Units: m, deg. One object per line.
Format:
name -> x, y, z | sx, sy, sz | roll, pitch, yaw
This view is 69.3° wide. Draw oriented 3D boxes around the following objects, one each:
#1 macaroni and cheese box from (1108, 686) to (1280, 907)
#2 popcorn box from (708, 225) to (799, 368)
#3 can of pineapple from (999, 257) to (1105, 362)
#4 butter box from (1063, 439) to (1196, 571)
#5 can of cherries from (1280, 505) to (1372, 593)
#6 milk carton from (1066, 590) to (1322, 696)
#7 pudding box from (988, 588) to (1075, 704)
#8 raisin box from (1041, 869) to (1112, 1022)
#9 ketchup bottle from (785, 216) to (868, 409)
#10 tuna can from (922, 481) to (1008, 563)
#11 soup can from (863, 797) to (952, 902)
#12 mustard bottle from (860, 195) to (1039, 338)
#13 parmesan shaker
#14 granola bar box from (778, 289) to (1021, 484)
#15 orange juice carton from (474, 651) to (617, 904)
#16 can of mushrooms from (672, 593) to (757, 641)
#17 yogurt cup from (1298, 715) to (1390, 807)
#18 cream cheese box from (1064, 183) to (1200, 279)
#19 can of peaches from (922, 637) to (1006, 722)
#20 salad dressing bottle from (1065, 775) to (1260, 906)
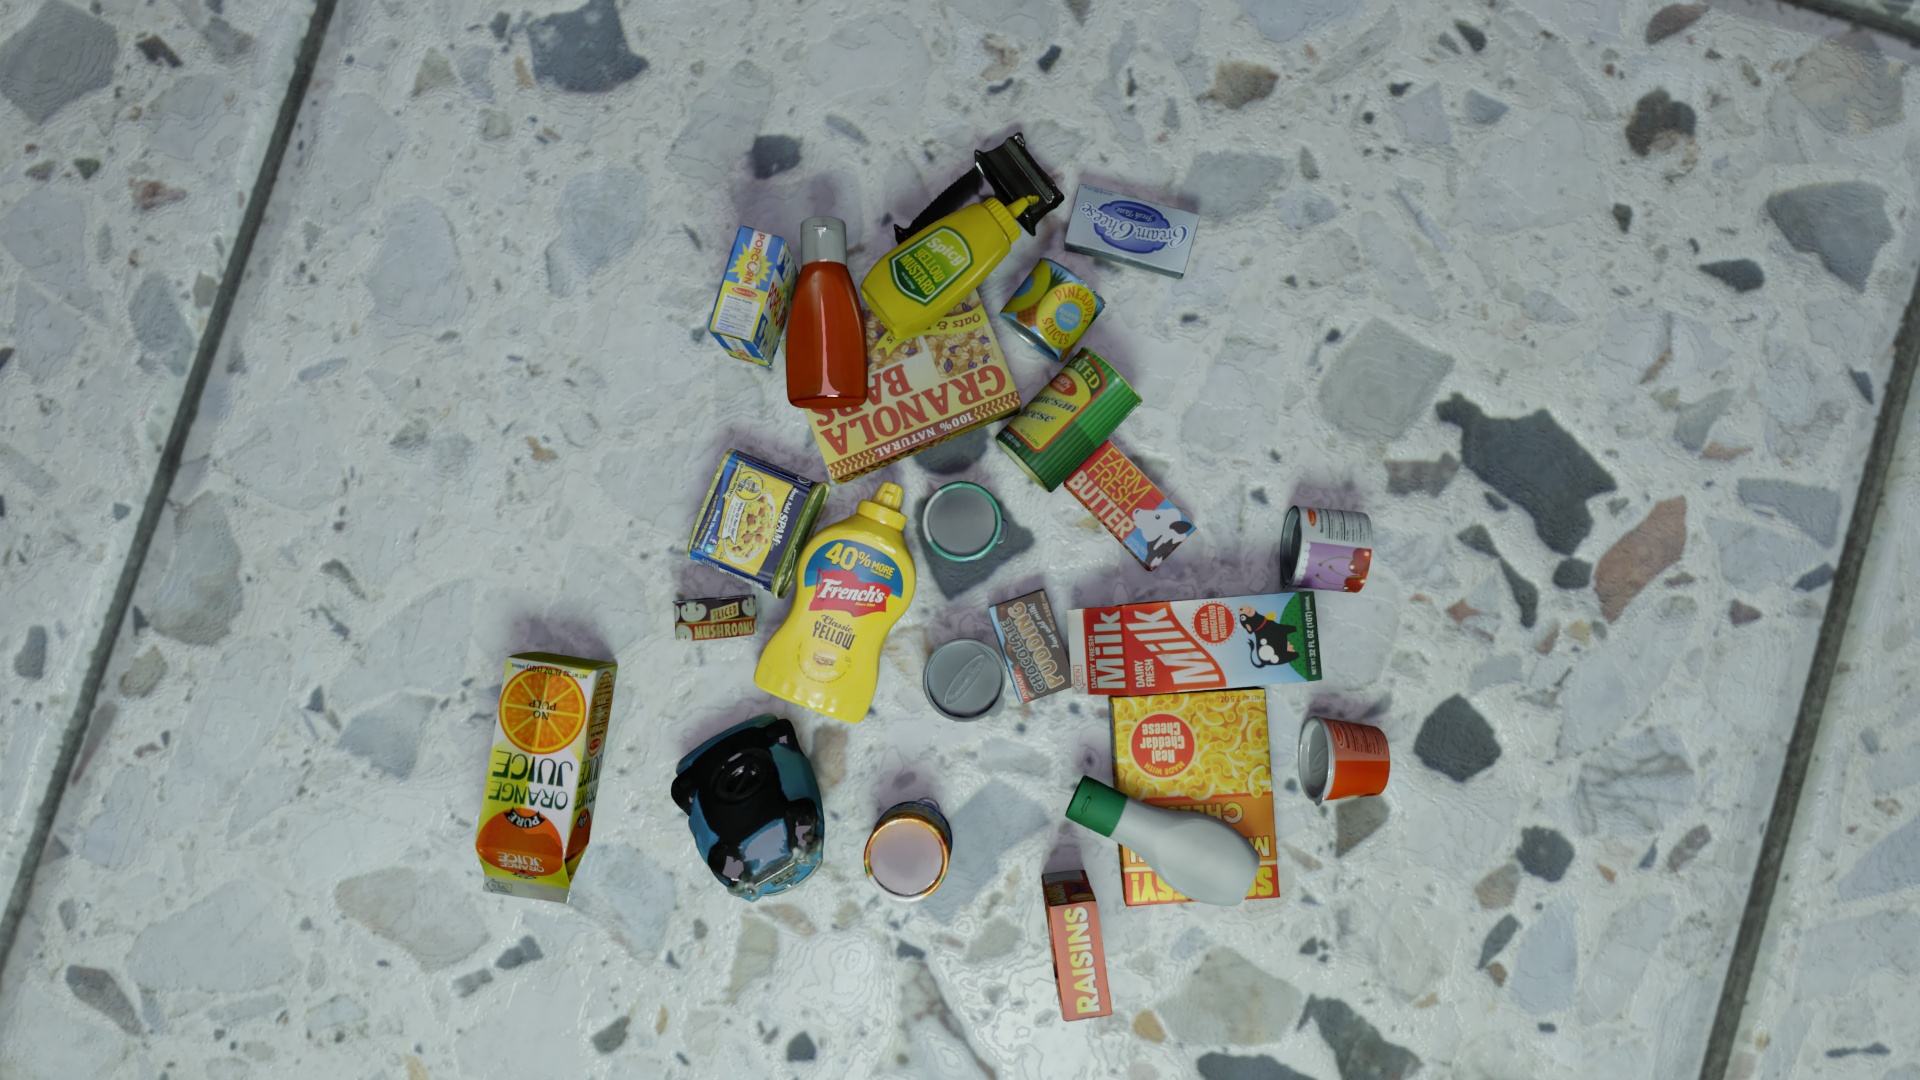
macaroni and cheese box -> 0.186, 0.204, 1.113 | 0.124, 0.040, 0.166 | -4, 86, 1
popcorn box -> -0.162, -0.190, 1.100 | 0.038, 0.126, 0.085 | 16, 87, -1
can of pineapple -> 0.074, -0.186, 1.125 | 0.071, 0.071, 0.058 | 37, 89, 3
butter box -> 0.138, -0.029, 1.136 | 0.053, 0.024, 0.103 | -45, 87, -2
can of cherries -> 0.292, 0.009, 1.113 | 0.058, 0.071, 0.071 | 5, 87, 0
milk carton -> 0.182, 0.082, 1.104 | 0.191, 0.073, 0.072 | -4, 86, 1
pudding box -> 0.058, 0.086, 1.127 | 0.050, 0.030, 0.083 | -18, 86, 1
raisin box -> 0.087, 0.307, 1.066 | 0.040, 0.123, 0.086 | -7, 87, 0
ketchup bottle -> -0.107, -0.180, 1.101 | 0.065, 0.043, 0.149 | -2, 84, 1
tuna can -> 0.004, -0.014, 1.133 | 0.071, 0.033, 0.071 | 0, 86, 1
soup can -> -0.039, 0.241, 1.092 | 0.071, 0.083, 0.071 | 0, 86, 1
mustard bottle -> -0.003, -0.228, 1.101 | 0.160, 0.049, 0.065 | -39, 86, -3
parmesan shaker -> 0.087, -0.095, 1.118 | 0.071, 0.071, 0.103 | 44, 88, 3
granola bar box -> -0.049, -0.133, 1.138 | 0.166, 0.039, 0.124 | -22, 84, -1
orange juice carton -> -0.330, 0.189, 1.105 | 0.072, 0.073, 0.192 | 9, 87, 1
can of mushrooms -> -0.195, 0.061, 1.112 | 0.071, 0.071, 0.033 | -4, 89, 1
yogurt cup -> 0.305, 0.174, 1.102 | 0.054, 0.072, 0.072 | 3, 87, -7
cream cheese box -> 0.141, -0.255, 1.151 | 0.104, 0.024, 0.053 | 15, 88, 2
can of peaches -> 0.005, 0.112, 1.112 | 0.071, 0.058, 0.071 | 0, 86, 0
salad dressing bottle -> 0.154, 0.229, 1.070 | 0.148, 0.044, 0.064 | 26, 90, 5
